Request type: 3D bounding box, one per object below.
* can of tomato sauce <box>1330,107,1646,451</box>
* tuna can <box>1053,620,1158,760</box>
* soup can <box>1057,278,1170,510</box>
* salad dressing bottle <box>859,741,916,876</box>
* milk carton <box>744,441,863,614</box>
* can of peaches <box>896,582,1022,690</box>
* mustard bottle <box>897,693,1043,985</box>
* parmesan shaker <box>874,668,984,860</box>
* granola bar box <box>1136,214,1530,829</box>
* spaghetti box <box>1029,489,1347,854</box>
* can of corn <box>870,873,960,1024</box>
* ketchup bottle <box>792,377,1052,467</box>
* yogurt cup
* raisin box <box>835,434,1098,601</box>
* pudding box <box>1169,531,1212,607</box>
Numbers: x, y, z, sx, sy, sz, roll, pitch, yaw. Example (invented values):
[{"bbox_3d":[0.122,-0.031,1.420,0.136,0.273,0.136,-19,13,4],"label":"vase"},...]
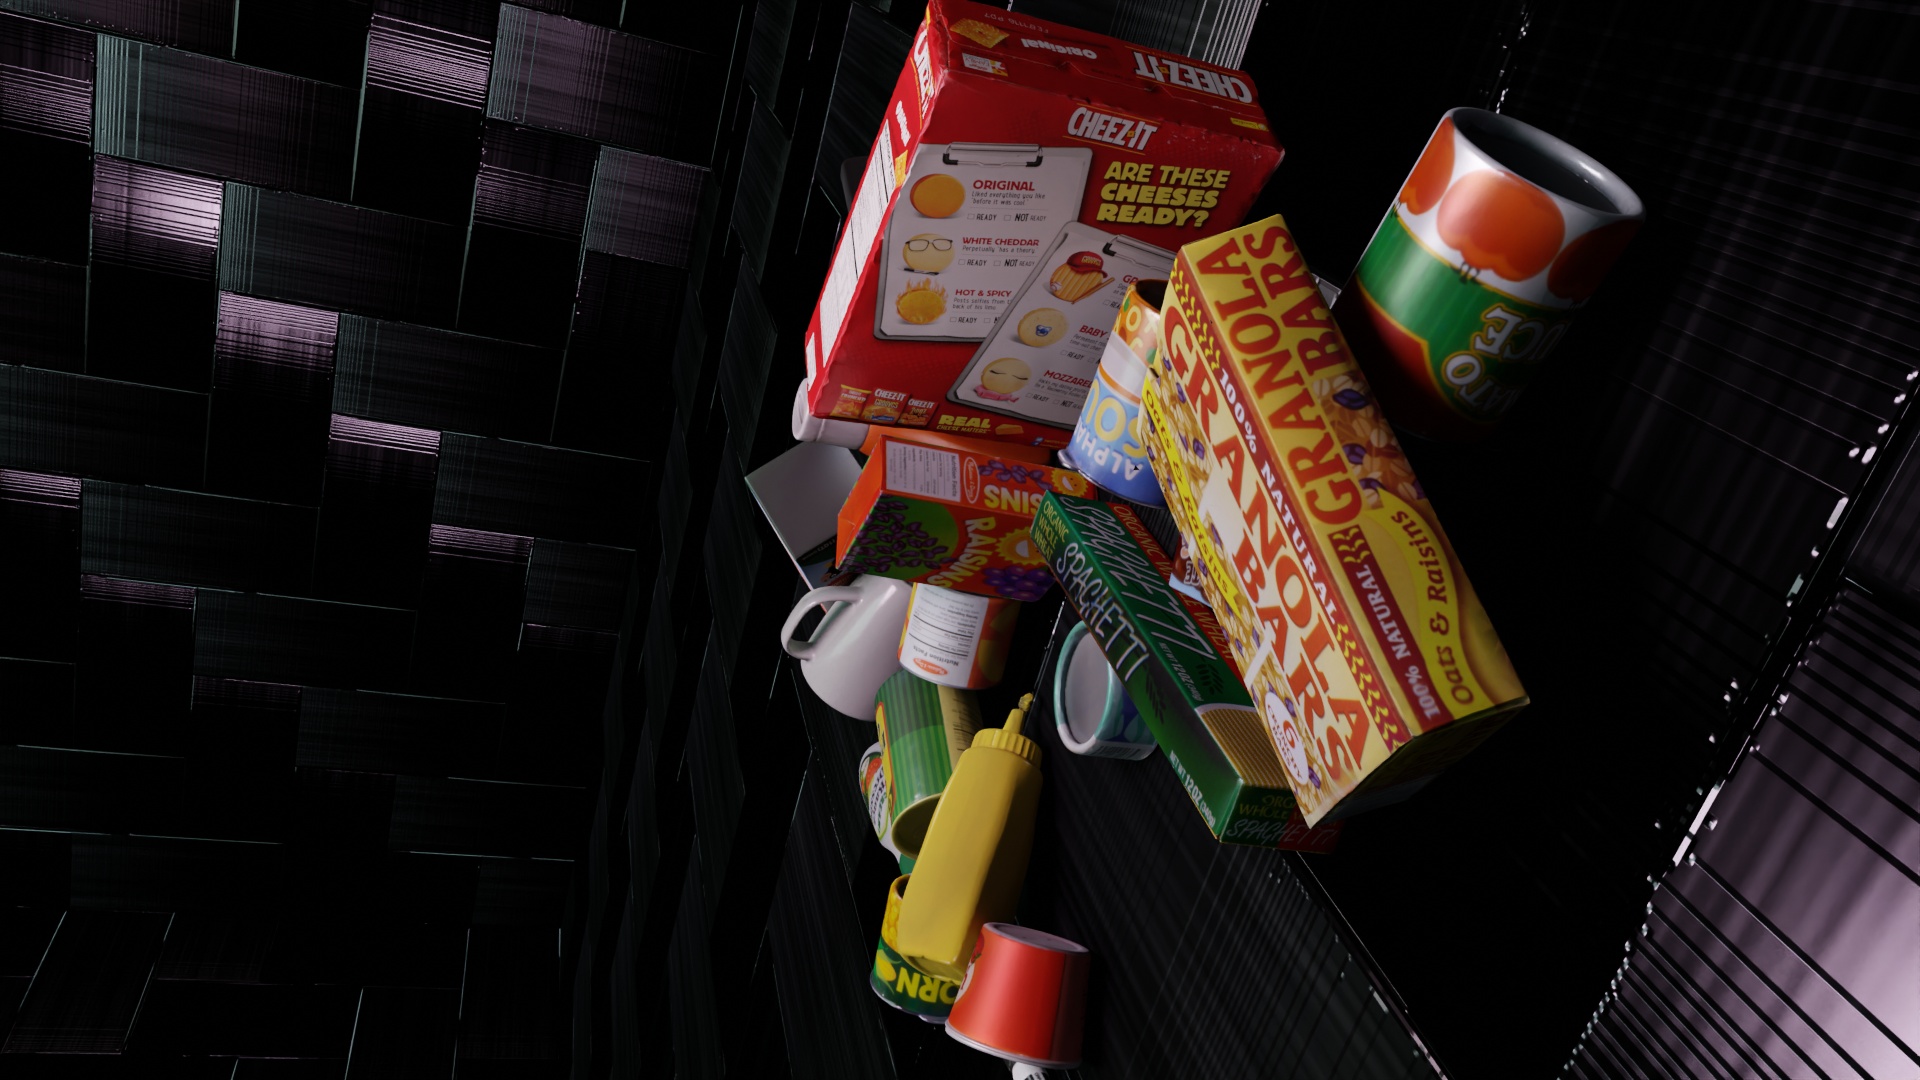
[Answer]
[{"bbox_3d":[0.160,-0.080,0.430,0.071,0.071,0.082,-104,29,-47],"label":"can of tomato sauce"},{"bbox_3d":[0.072,0.069,0.665,0.071,0.033,0.071,-171,89,-71],"label":"tuna can"},{"bbox_3d":[0.089,-0.065,0.616,0.071,0.071,0.083,-112,36,-56],"label":"soup can"},{"bbox_3d":[-0.030,0.183,0.892,0.148,0.044,0.064,-125,45,-63],"label":"salad dressing bottle"},{"bbox_3d":[-0.087,0.000,0.996,0.073,0.072,0.190,56,172,20],"label":"milk carton"},{"bbox_3d":[0.000,0.049,0.833,0.071,0.071,0.058,-132,52,-66],"label":"can of peaches"},{"bbox_3d":[0.013,0.154,0.747,0.065,0.049,0.161,61,-139,-49],"label":"mustard bottle"},{"bbox_3d":[-0.014,0.134,0.838,0.103,0.071,0.071,-103,28,-48],"label":"parmesan shaker"},{"bbox_3d":[0.108,0.000,0.450,0.123,0.039,0.166,88,164,-67],"label":"granola bar box"},{"bbox_3d":[0.088,0.044,0.604,0.251,0.050,0.028,-117,42,-60],"label":"spaghetti box"},{"bbox_3d":[-0.013,0.230,0.789,0.071,0.071,0.058,-143,64,-69],"label":"can of corn"},{"bbox_3d":[-0.022,-0.065,0.816,0.065,0.149,0.043,-105,31,-49],"label":"ketchup bottle"},{"bbox_3d":[0.031,0.219,0.675,0.072,0.072,0.054,171,114,-70],"label":"yogurt cup"},{"bbox_3d":[0.003,-0.010,0.760,0.085,0.123,0.040,124,149,-52],"label":"raisin box"},{"bbox_3d":[0.119,0.007,0.562,0.084,0.030,0.049,-144,63,-69],"label":"pudding box"}]
